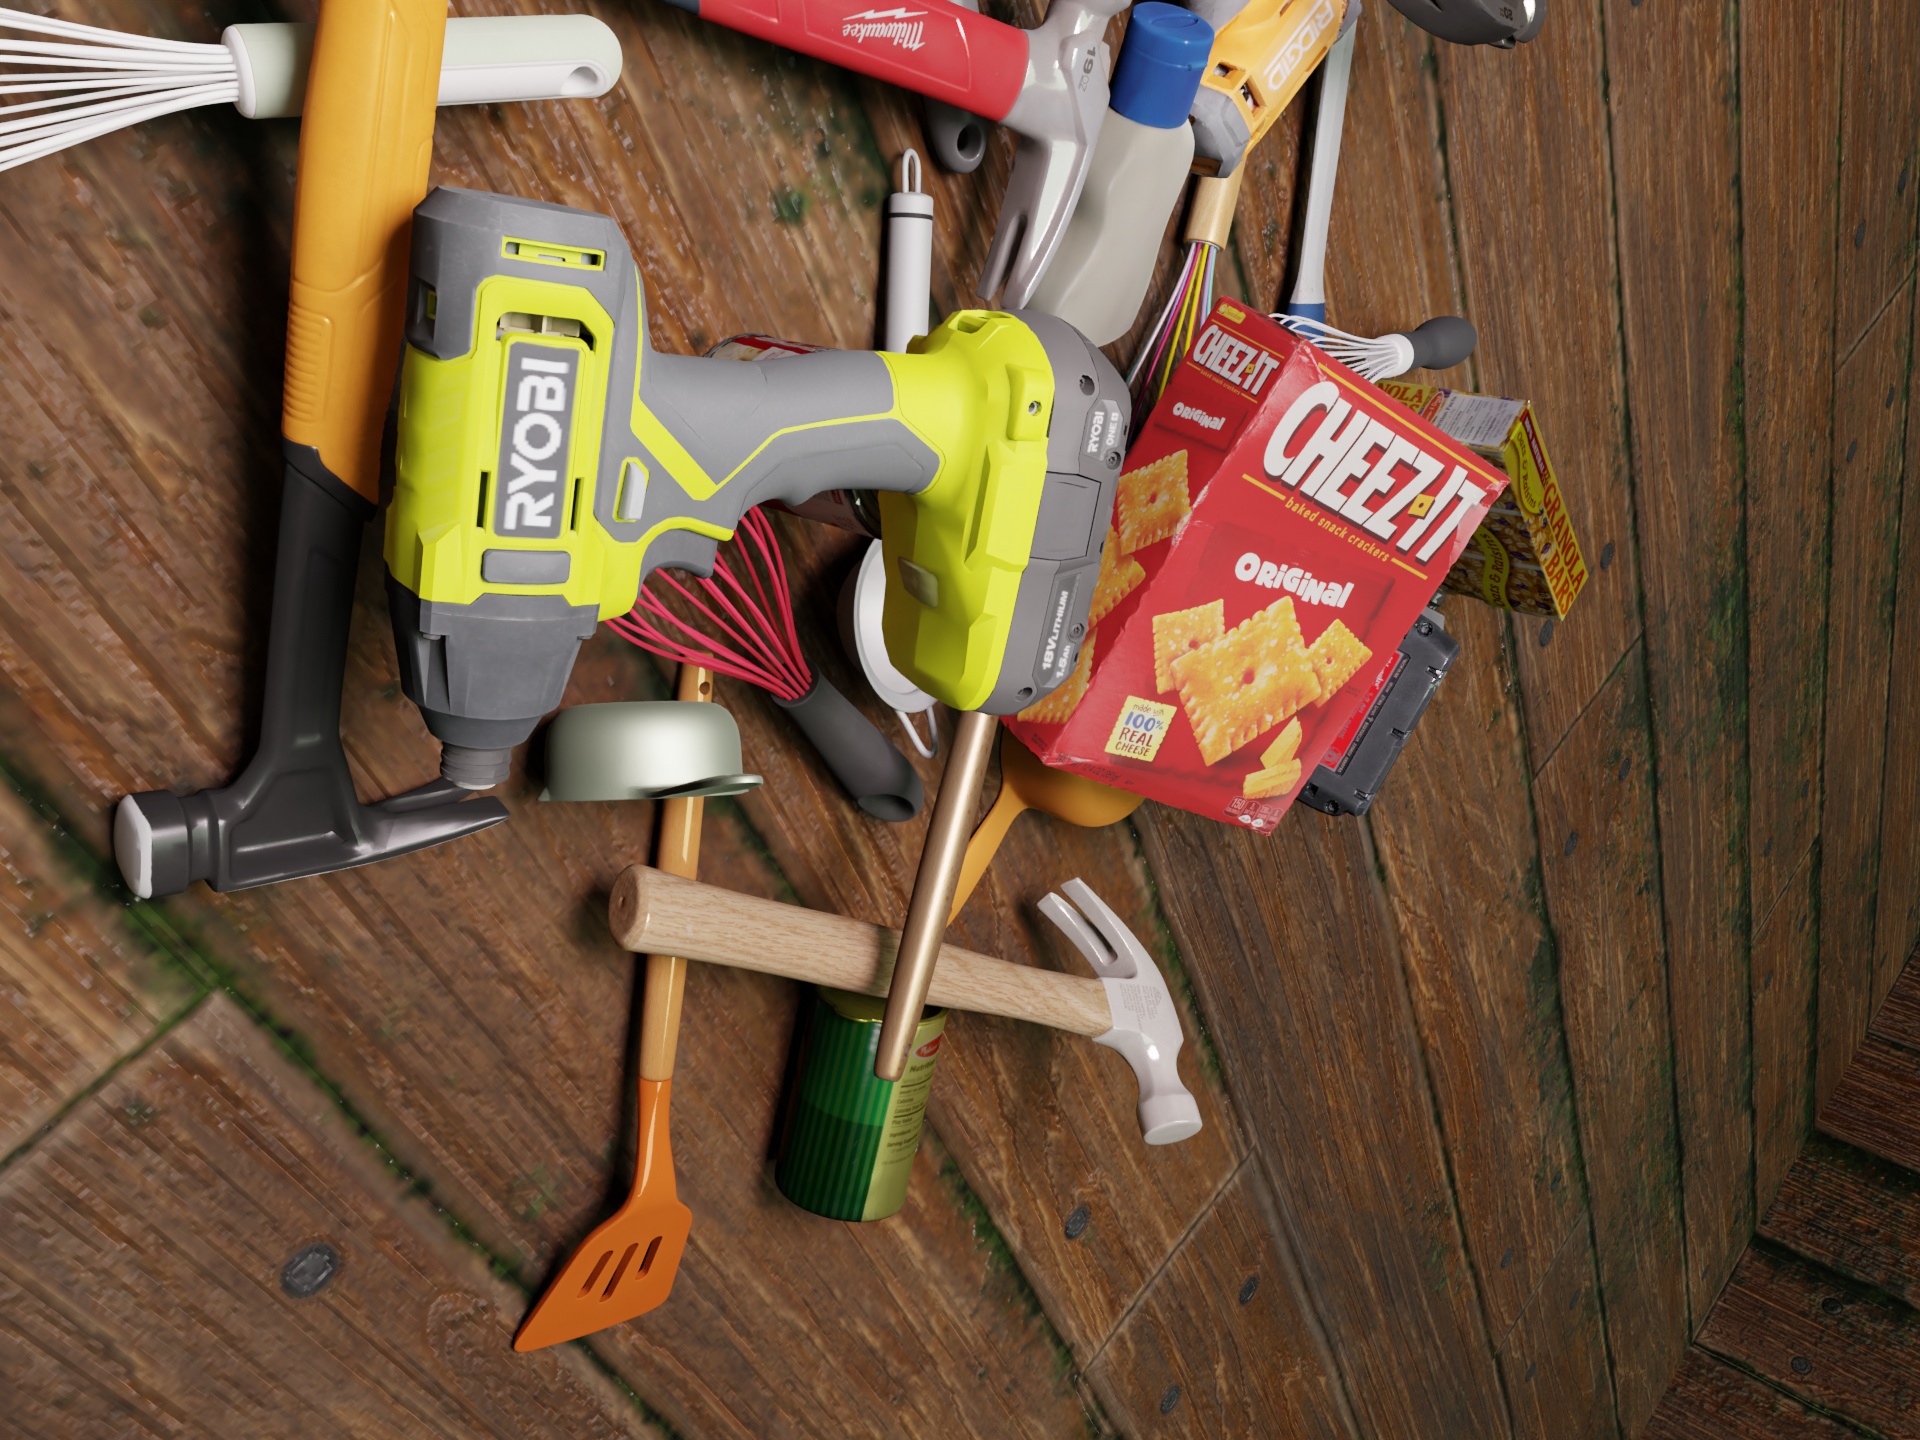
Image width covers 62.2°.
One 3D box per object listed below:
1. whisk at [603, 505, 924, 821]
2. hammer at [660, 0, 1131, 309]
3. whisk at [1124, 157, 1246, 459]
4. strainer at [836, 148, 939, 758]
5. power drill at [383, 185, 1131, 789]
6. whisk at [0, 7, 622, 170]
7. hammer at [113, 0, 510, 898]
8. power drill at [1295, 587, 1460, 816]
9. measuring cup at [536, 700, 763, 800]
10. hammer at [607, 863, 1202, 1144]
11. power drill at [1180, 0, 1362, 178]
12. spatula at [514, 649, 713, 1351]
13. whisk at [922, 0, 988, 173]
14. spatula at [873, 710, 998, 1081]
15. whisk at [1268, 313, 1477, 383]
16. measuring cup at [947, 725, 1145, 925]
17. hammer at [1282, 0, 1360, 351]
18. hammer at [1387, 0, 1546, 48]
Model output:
[{"bbox_3d":[-0.076,-0.025,0.647,0.073,0.073,0.295,-57,147,-13],"label":"whisk"},{"bbox_3d":[-0.099,-0.245,0.538,0.386,0.038,0.143,2,114,-41],"label":"hammer"},{"bbox_3d":[0.115,-0.218,0.803,0.047,0.051,0.245,6,98,-69],"label":"whisk"},{"bbox_3d":[-0.027,-0.113,0.692,0.087,0.050,0.258,-16,112,-58],"label":"strainer"},{"bbox_3d":[-0.065,-0.064,0.506,0.223,0.080,0.171,-1,111,-33],"label":"power drill"},{"bbox_3d":[-0.209,-0.179,0.443,0.246,0.058,0.059,-18,80,-31],"label":"whisk"},{"bbox_3d":[-0.180,-0.096,0.481,0.127,0.034,0.336,-10,128,-43],"label":"hammer"},{"bbox_3d":[0.234,-0.019,0.921,0.143,0.078,0.219,-62,164,11],"label":"power drill"},{"bbox_3d":[-0.103,0.009,0.574,0.083,0.167,0.038,-1,87,-25],"label":"measuring cup"},{"bbox_3d":[-0.014,0.113,0.730,0.331,0.130,0.031,20,134,-40],"label":"hammer"},{"bbox_3d":[0.114,-0.378,0.682,0.185,0.084,0.226,-52,136,-4],"label":"power drill"},{"bbox_3d":[-0.136,0.127,0.689,0.081,0.041,0.322,-1,103,-45],"label":"spatula"},{"bbox_3d":[-0.014,-0.330,0.613,0.055,0.055,0.238,-35,133,-32],"label":"whisk"},{"bbox_3d":[-0.001,-0.002,0.698,0.082,0.044,0.317,36,65,-62],"label":"spatula"},{"bbox_3d":[0.215,-0.191,0.846,0.284,0.070,0.070,-24,122,-47],"label":"whisk"},{"bbox_3d":[0.046,0.045,0.821,0.174,0.052,0.095,-56,137,-17],"label":"measuring cup"},{"bbox_3d":[0.196,-0.241,0.875,0.144,0.035,0.405,-14,116,-42],"label":"hammer"},{"bbox_3d":[0.193,-0.479,0.684,0.149,0.037,0.359,-18,99,-53],"label":"hammer"}]
